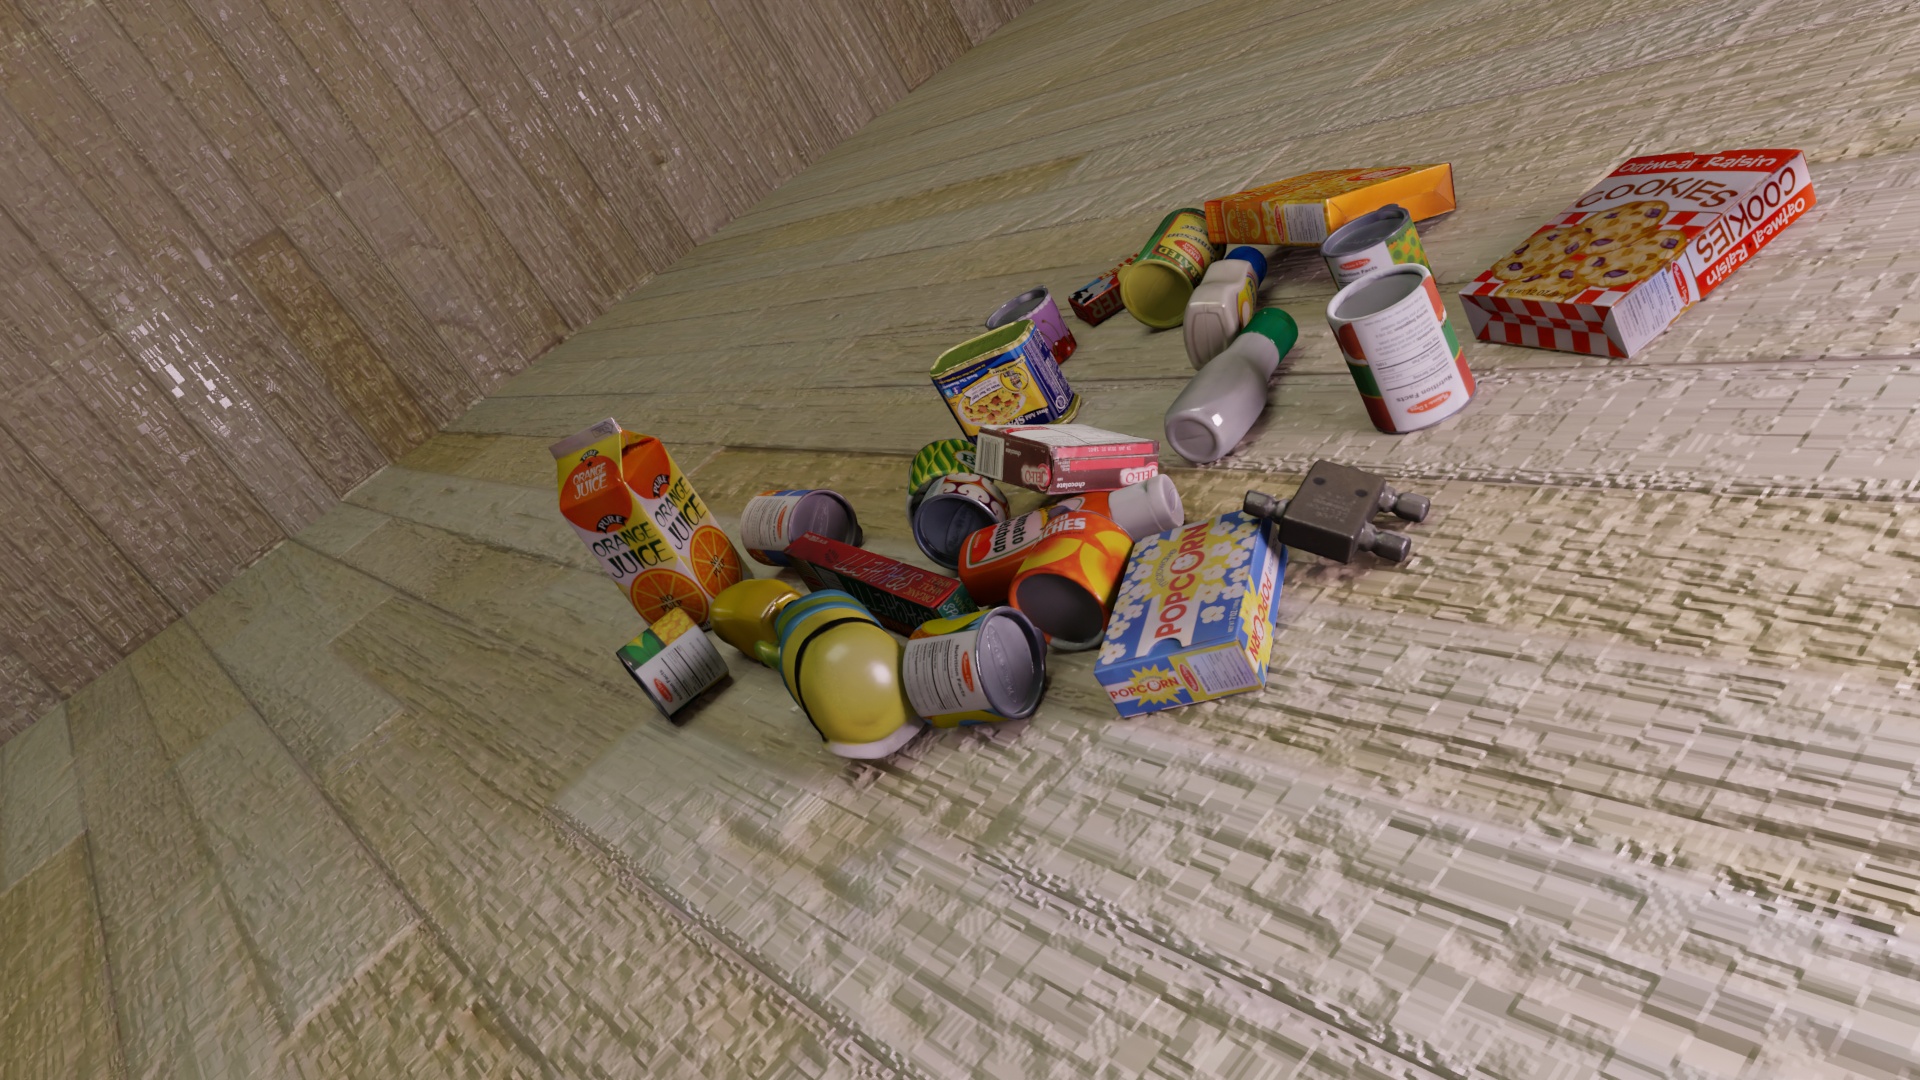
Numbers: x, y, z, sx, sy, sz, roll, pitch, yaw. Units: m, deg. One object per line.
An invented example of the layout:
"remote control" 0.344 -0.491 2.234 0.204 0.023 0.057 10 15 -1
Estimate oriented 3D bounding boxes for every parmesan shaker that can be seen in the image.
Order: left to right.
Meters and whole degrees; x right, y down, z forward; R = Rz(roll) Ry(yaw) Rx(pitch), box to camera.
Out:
"parmesan shaker" 0.185 -0.241 1.210 0.071 0.071 0.103 -12 30 38

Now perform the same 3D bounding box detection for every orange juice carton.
"orange juice carton" -0.262 -0.013 1.156 0.071 0.192 0.073 -19 27 25

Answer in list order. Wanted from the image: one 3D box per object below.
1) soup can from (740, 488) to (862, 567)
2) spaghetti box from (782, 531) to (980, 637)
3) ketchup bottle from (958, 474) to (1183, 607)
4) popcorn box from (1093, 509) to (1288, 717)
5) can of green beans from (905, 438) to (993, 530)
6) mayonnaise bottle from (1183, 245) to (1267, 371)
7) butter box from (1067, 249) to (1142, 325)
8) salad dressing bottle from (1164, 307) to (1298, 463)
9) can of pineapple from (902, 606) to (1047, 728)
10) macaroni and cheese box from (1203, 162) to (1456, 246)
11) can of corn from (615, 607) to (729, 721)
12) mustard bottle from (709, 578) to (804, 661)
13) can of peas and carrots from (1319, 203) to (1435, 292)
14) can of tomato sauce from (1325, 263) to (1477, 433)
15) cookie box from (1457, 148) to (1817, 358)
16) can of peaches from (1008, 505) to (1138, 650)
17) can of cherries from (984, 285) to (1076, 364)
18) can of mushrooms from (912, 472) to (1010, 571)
"soup can" -0.133 -0.009 1.156 0.071 0.071 0.083 -45 26 -27
"spaghetti box" -0.057 0.036 0.991 0.029 0.050 0.250 -42 26 -18
"ketchup bottle" 0.073 -0.002 0.917 0.148 0.043 0.065 -20 26 24
"popcorn box" 0.131 0.038 0.776 0.085 0.038 0.127 -16 28 29
"can of green beans" -0.008 -0.036 1.051 0.071 0.071 0.058 -26 25 14
"mayonnaise bottle" 0.211 -0.190 1.096 0.041 0.064 0.149 2 33 23
"butter box" 0.155 -0.243 1.310 0.103 0.024 0.053 -32 23 -1
"salad dressing bottle" 0.196 -0.114 0.987 0.064 0.044 0.148 -9 31 46
"can of pineapple" 0.009 0.075 0.817 0.057 0.071 0.071 -13 30 38
"macaroni and cheese box" 0.298 -0.274 1.138 0.124 0.040 0.166 -19 19 -20
"can of corn" -0.219 0.092 1.056 0.058 0.071 0.071 -39 24 -17
"mustard bottle" -0.156 0.059 1.053 0.049 0.065 0.160 -46 23 -20
"can of peas and carrots" 0.303 -0.200 1.005 0.071 0.058 0.071 -26 24 12
"can of tomato sauce" 0.270 -0.119 0.856 0.071 0.083 0.071 -26 24 13
"cookie box" 0.414 -0.180 0.855 0.168 0.040 0.123 -37 24 -12
"can of peaches" 0.068 0.023 0.840 0.071 0.071 0.058 -12 31 38
"can of cherries" 0.067 -0.191 1.274 0.071 0.058 0.072 -27 23 13
"can of mushrooms" 0.004 -0.012 0.997 0.071 0.071 0.034 -20 25 26
